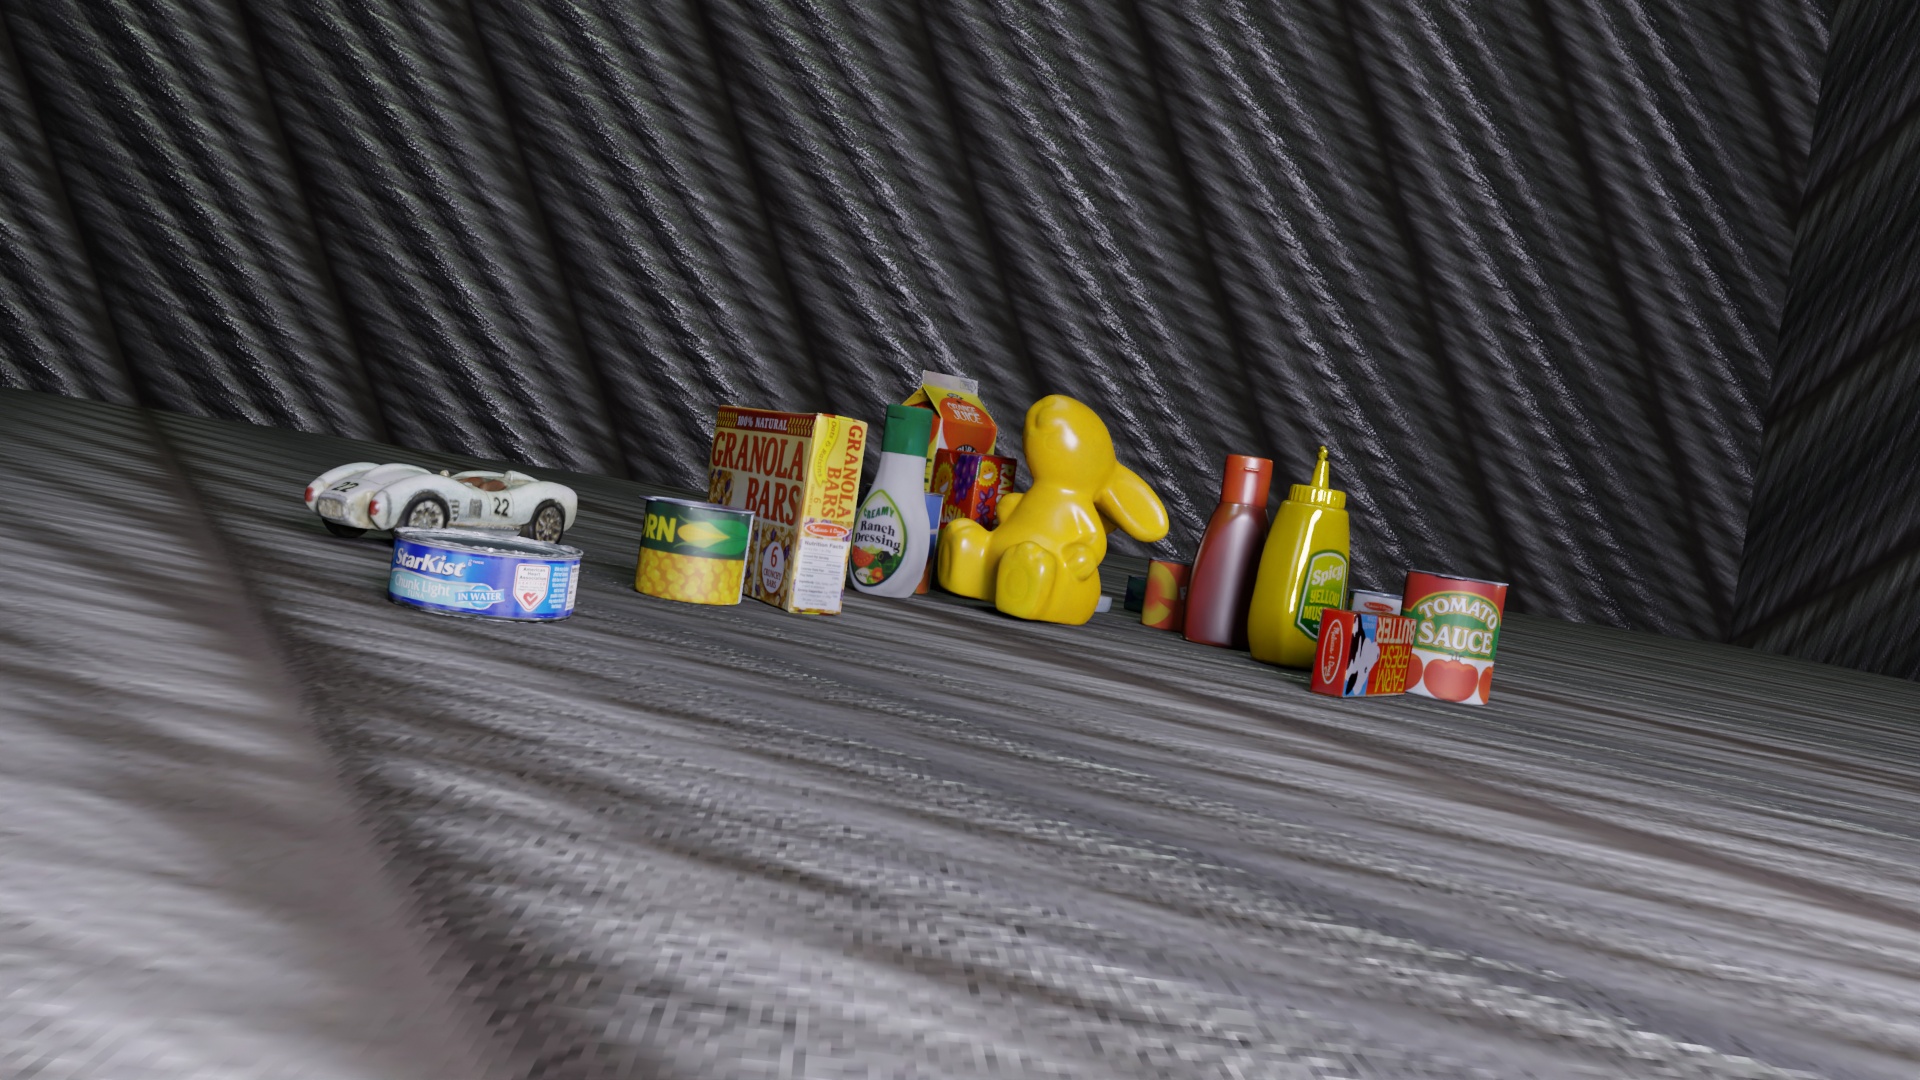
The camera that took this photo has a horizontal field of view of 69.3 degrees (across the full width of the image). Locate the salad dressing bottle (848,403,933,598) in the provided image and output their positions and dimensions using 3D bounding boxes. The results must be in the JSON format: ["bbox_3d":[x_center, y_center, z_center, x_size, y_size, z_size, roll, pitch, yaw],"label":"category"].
[{"bbox_3d":[-0.050,-0.031,1.077,0.064,0.147,0.044,10,2,34],"label":"salad dressing bottle"}]

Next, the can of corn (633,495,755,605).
[{"bbox_3d":[-0.165,0.006,0.846,0.071,0.058,0.071,9,2,0],"label":"can of corn"}]

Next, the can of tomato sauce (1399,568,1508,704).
[{"bbox_3d":[0.332,0.065,0.946,0.071,0.083,0.071,9,2,0],"label":"can of tomato sauce"}]

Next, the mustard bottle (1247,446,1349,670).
[{"bbox_3d":[0.247,0.011,0.992,0.065,0.160,0.049,8,2,-35],"label":"mustard bottle"}]

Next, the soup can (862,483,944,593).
[{"bbox_3d":[-0.054,-0.002,1.152,0.071,0.083,0.071,9,2,0],"label":"soup can"}]

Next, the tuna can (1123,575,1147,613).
[{"bbox_3d":[0.191,0.054,1.326,0.071,0.033,0.071,9,2,0],"label":"tuna can"}]

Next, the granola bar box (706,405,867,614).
[{"bbox_3d":[-0.124,-0.024,0.923,0.039,0.124,0.165,8,2,-32],"label":"granola bar box"}]

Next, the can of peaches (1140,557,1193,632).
[{"bbox_3d":[0.189,0.047,1.171,0.071,0.058,0.071,9,2,0],"label":"can of peaches"}]

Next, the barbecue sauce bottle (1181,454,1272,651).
[{"bbox_3d":[0.213,0.009,1.079,0.065,0.148,0.043,9,2,2],"label":"barbecue sauce bottle"}]

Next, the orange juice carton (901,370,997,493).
[{"bbox_3d":[-0.023,-0.057,1.280,0.072,0.192,0.073,7,2,-43],"label":"orange juice carton"}]

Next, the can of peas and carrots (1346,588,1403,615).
[{"bbox_3d":[0.343,0.072,1.116,0.071,0.058,0.071,9,2,0],"label":"can of peas and carrots"}]

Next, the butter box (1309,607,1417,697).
[{"bbox_3d":[0.255,0.071,0.876,0.024,0.053,0.103,10,2,39],"label":"butter box"}]

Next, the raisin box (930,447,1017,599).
[{"bbox_3d":[0.004,-0.015,1.198,0.040,0.123,0.086,8,2,-27],"label":"raisin box"}]
